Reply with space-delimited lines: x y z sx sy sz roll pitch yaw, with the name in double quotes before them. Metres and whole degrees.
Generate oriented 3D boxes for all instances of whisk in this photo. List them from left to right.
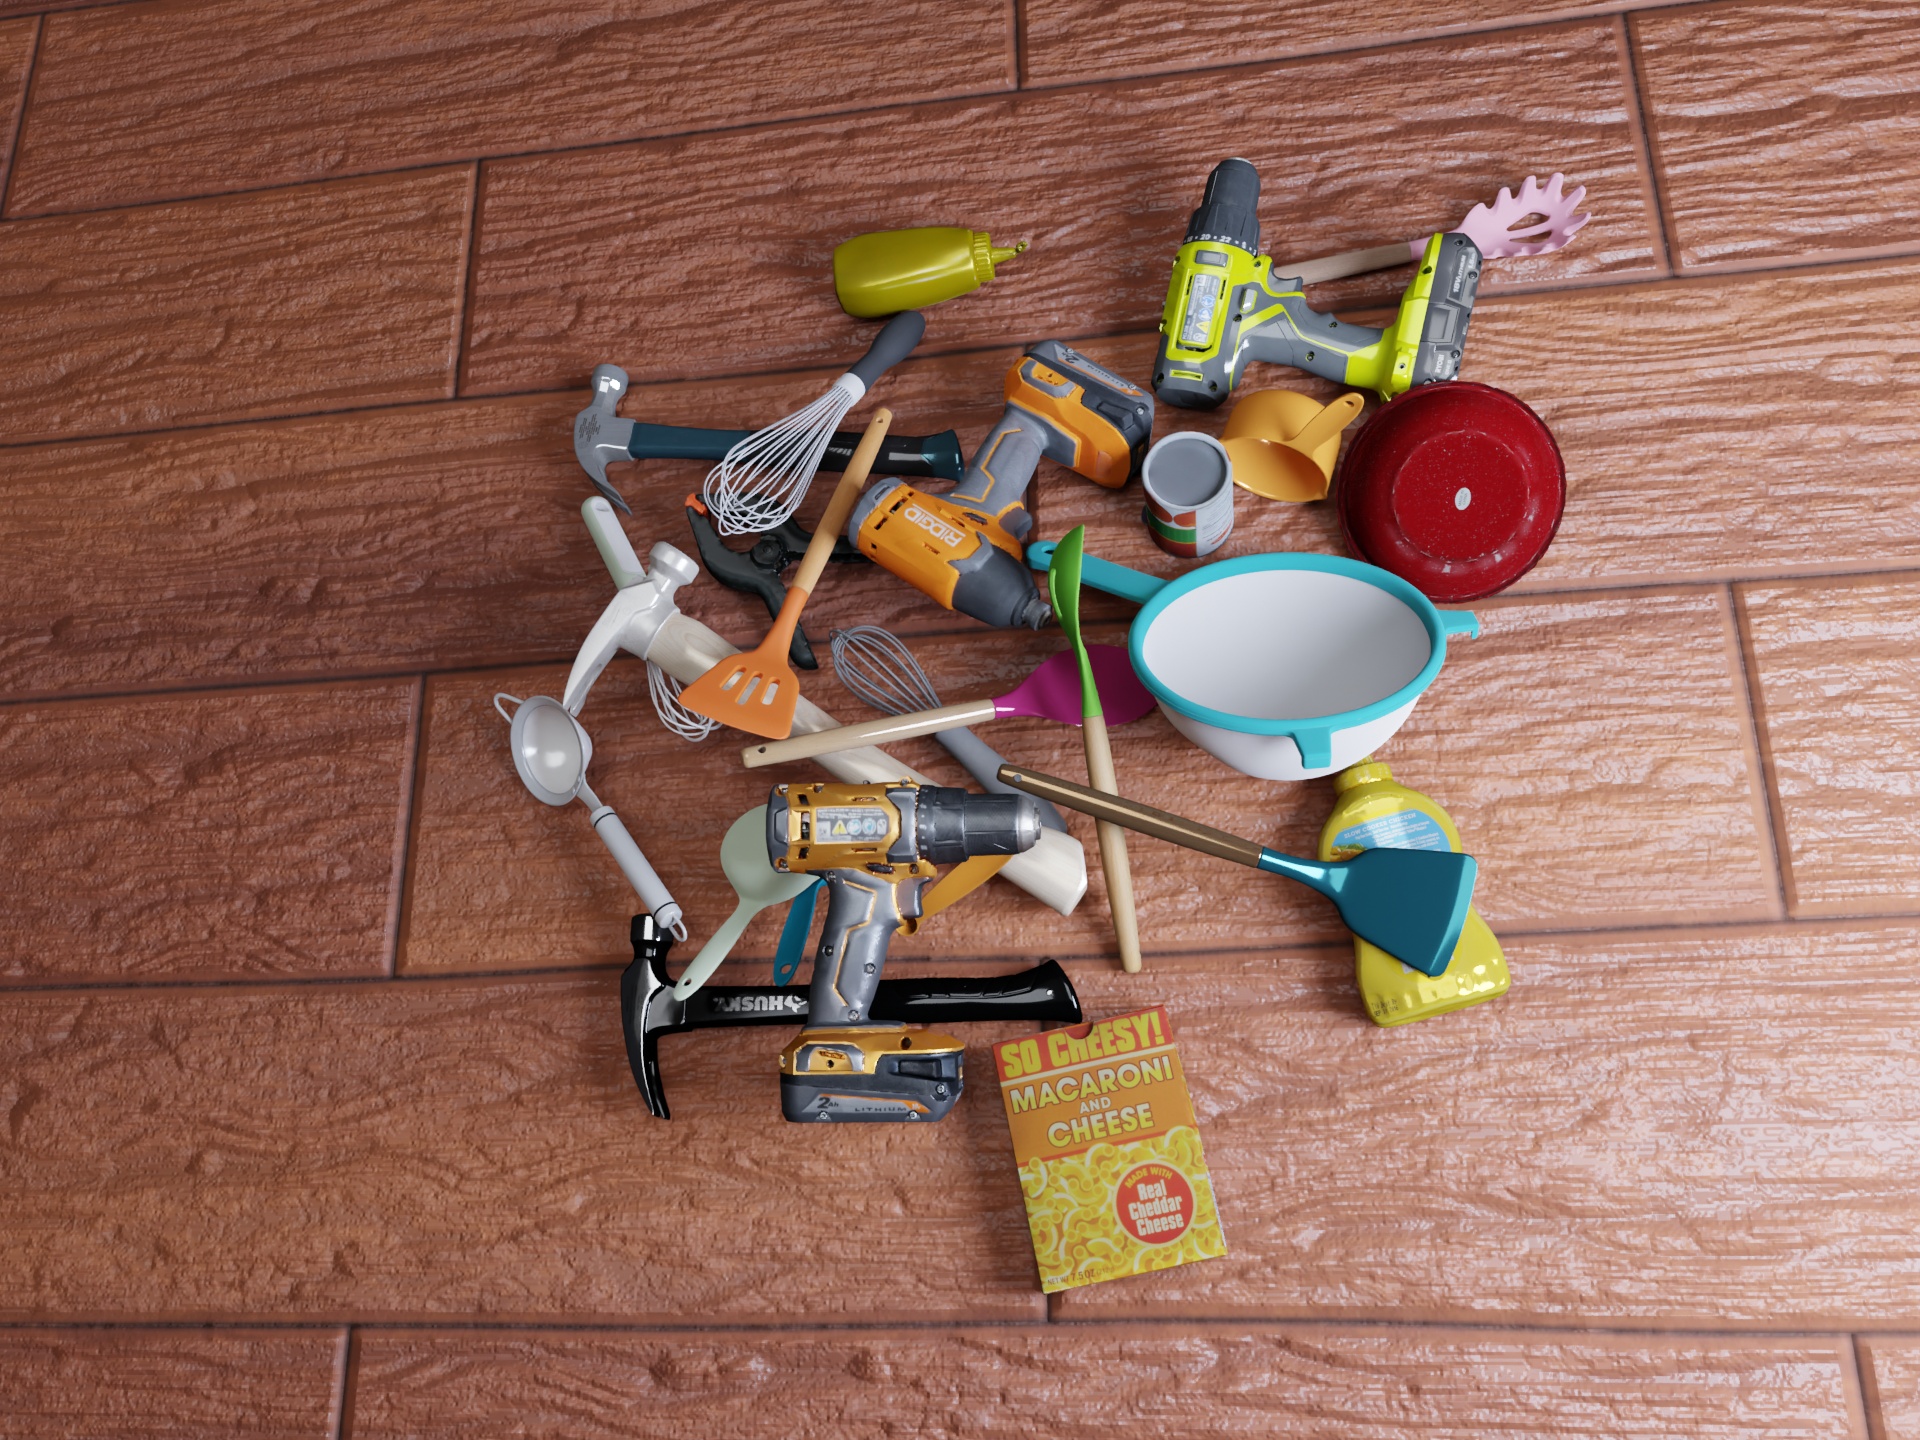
"whisk" -0.248 -0.086 1.257 0.059 0.057 0.247 -52 57 38
"whisk" -0.105 -0.238 1.238 0.070 0.070 0.285 25 54 17
"whisk" -0.011 0.009 1.183 0.239 0.055 0.055 42 84 15

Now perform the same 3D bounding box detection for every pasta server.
"pasta server" 0.325 -0.365 1.246 0.316 0.040 0.060 -9 81 9

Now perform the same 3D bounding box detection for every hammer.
"hammer" -0.157 -0.223 1.289 0.331 0.033 0.128 5 68 11
"hammer" -0.094 0.029 1.154 0.411 0.038 0.146 31 82 12
"hammer" -0.080 0.207 1.133 0.335 0.035 0.146 -3 71 9

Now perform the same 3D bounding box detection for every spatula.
"spatula" -0.109 -0.117 1.169 0.081 0.041 0.323 19 60 3
"spatula" 0.175 0.081 1.057 0.317 0.044 0.082 17 90 6

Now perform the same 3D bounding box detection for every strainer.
"strainer" -0.272 0.069 1.198 0.259 0.050 0.086 50 125 26
"strainer" 0.179 -0.046 1.142 0.341 0.095 0.211 25 48 39

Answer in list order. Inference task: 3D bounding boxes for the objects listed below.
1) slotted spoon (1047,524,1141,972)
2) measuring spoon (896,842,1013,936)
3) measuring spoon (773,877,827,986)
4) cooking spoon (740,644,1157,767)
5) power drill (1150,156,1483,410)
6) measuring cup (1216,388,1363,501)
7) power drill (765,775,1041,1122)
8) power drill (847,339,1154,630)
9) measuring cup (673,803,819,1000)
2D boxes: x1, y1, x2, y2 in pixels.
"slotted spoon" 0.095 0.022 1.103 0.031 0.070 0.314 -9 95 3
"measuring spoon" -0.002 0.114 1.116 0.117 0.011 0.021 -39 94 19
"measuring spoon" -0.110 0.141 1.147 0.042 0.021 0.129 -5 47 23
"cooking spoon" -0.002 -0.004 1.138 0.319 0.017 0.069 -11 65 -19
"power drill" 0.271 -0.323 1.208 0.228 0.080 0.190 12 87 15
"measuring cup" 0.249 -0.216 1.143 0.095 0.173 0.052 25 72 -9
"power drill" -0.037 0.150 1.067 0.185 0.084 0.226 -2 82 5
"power drill" 0.048 -0.167 1.181 0.164 0.084 0.226 34 65 19
"measuring cup" -0.161 0.125 1.139 0.083 0.038 0.168 10 50 35
